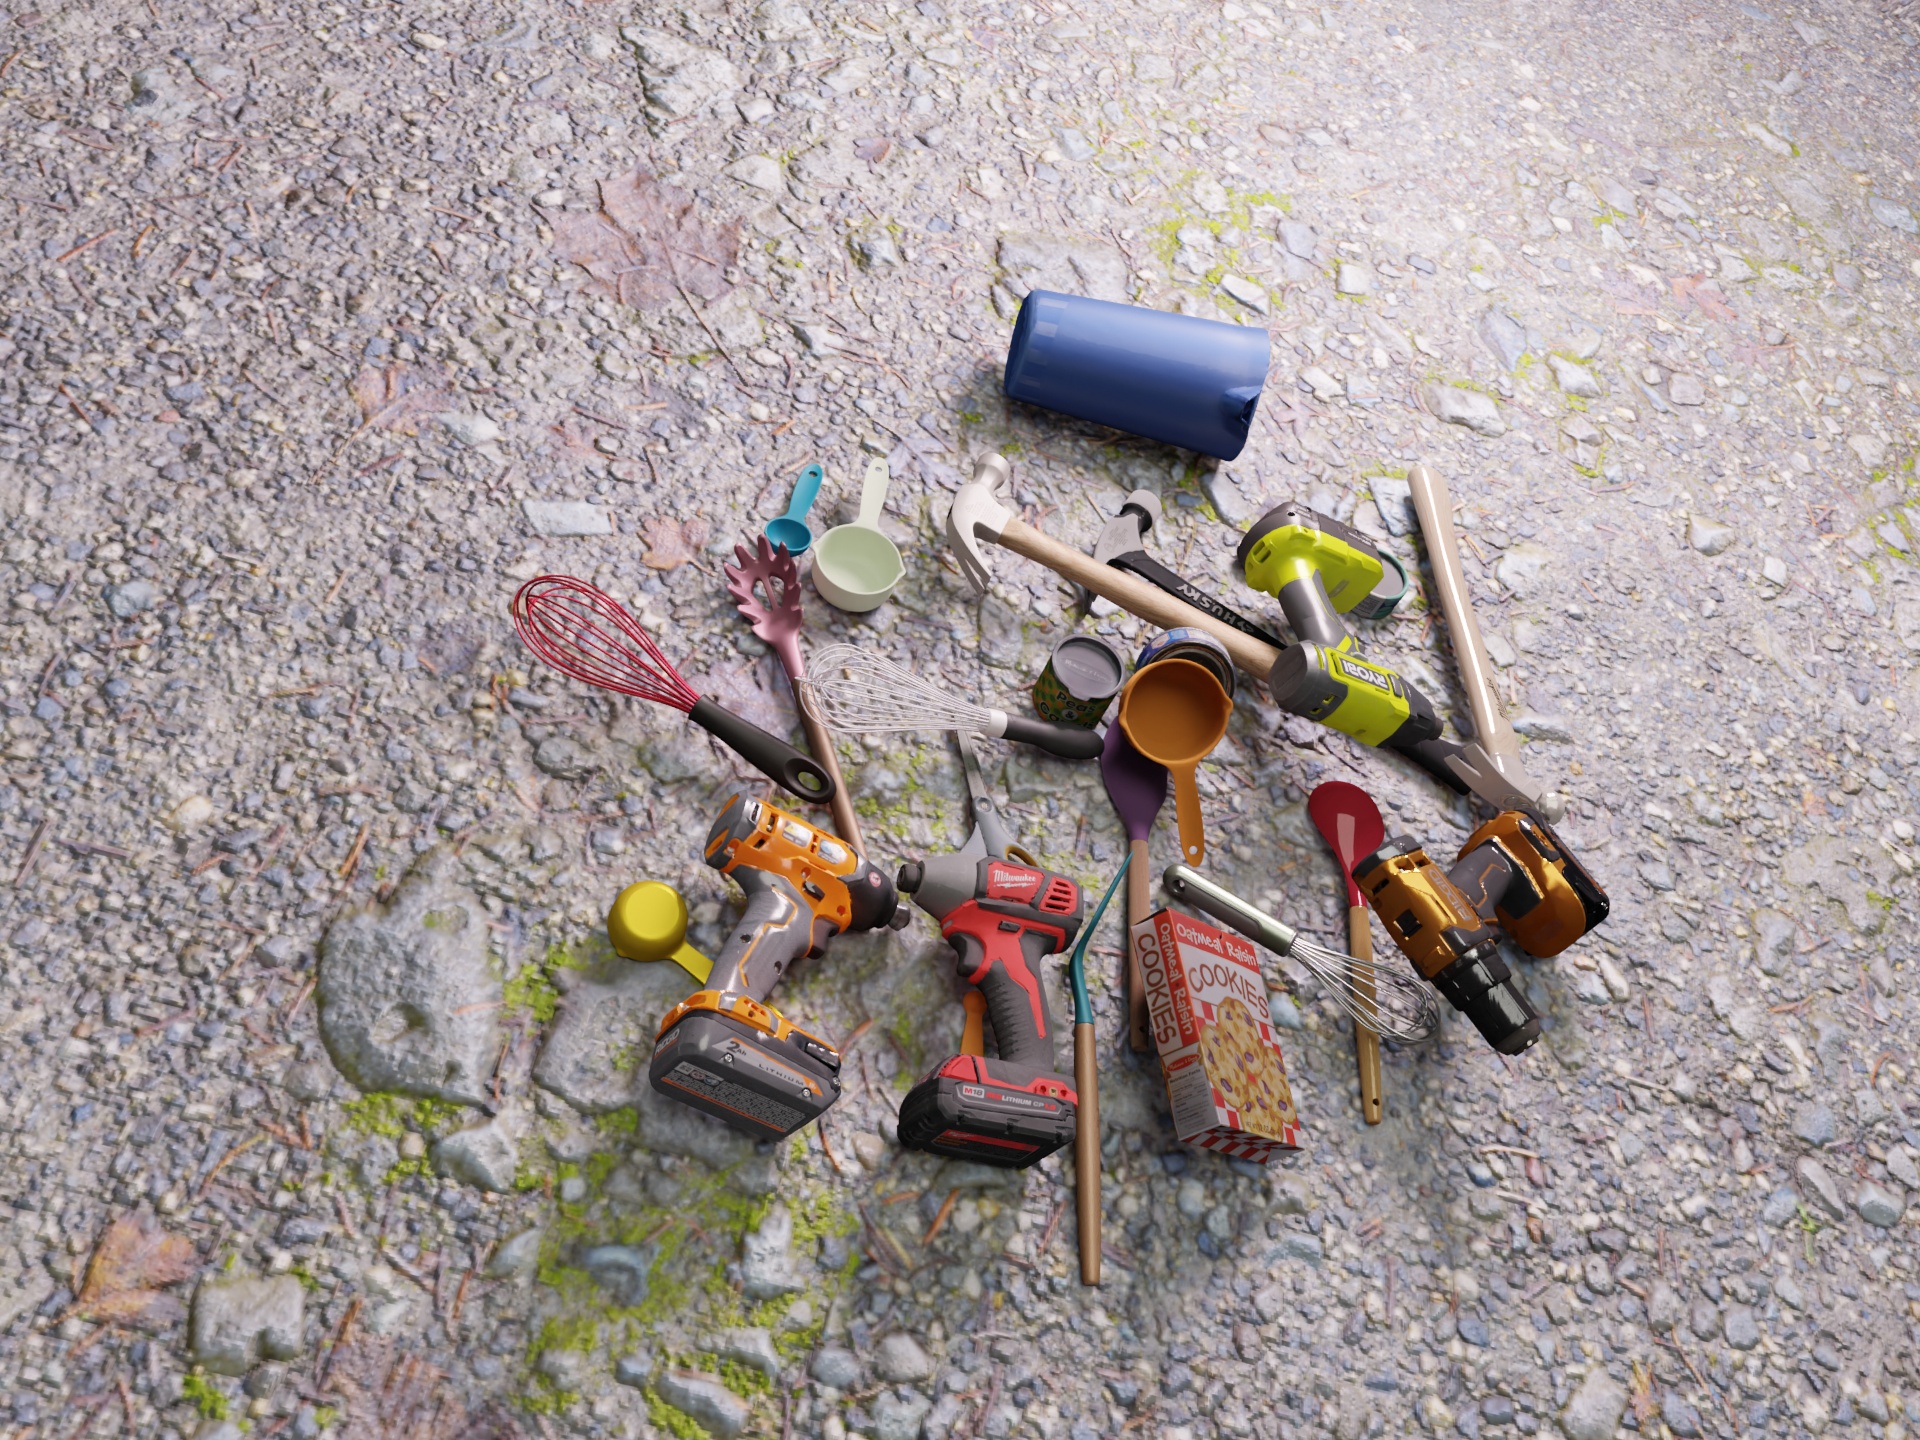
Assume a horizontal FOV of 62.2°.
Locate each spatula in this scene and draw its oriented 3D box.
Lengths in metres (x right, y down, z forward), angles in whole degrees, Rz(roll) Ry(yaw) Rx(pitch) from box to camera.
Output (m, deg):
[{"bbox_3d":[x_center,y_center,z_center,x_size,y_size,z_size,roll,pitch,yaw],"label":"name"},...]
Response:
[{"bbox_3d":[0.103,0.251,1.173,0.044,0.082,0.318,6,61,-8],"label":"spatula"},{"bbox_3d":[0.143,0.122,1.293,0.059,0.018,0.316,10,53,-8],"label":"spatula"}]

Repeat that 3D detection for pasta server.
[{"bbox_3d":[-0.124,-0.012,1.284,0.060,0.040,0.316,-21,64,-1],"label":"pasta server"}]

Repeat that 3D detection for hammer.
[{"bbox_3d":[0.295,-0.056,1.457,0.409,0.036,0.149,34,54,6],"label":"hammer"},{"bbox_3d":[0.139,-0.115,1.405,0.331,0.031,0.130,27,57,0],"label":"hammer"},{"bbox_3d":[0.474,-0.094,1.515,0.146,0.038,0.411,29,43,-34],"label":"hammer"}]

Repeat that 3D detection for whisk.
[{"bbox_3d":[-0.222,-0.021,1.240,0.296,0.073,0.073,33,53,2],"label":"whisk"},{"bbox_3d":[-0.002,-0.004,1.287,0.284,0.070,0.070,13,53,-27],"label":"whisk"},{"bbox_3d":[0.268,0.183,1.264,0.246,0.057,0.059,30,33,17],"label":"whisk"}]

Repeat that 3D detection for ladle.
[{"bbox_3d":[0.329,0.180,1.314,0.069,0.031,0.316,10,56,-9],"label":"ladle"}]

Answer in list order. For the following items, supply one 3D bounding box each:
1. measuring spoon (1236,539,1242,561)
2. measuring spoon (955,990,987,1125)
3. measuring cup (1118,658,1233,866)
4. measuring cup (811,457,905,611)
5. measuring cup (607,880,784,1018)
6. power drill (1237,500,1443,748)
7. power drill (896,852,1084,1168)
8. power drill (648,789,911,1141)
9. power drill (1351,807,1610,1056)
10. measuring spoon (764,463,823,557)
[{"bbox_3d":[0.317,-0.163,1.553,0.124,0.018,0.034,-8,60,-31],"label":"measuring spoon"},{"bbox_3d":[0.009,0.250,1.165,0.021,0.011,0.117,12,54,-10],"label":"measuring spoon"},{"bbox_3d":[0.181,0.034,1.331,0.095,0.052,0.173,-8,94,-3],"label":"measuring cup"},{"bbox_3d":[-0.086,-0.164,1.402,0.083,0.038,0.168,15,52,-8],"label":"measuring cup"},{"bbox_3d":[-0.185,0.172,1.143,0.156,0.029,0.062,36,53,6],"label":"measuring cup"},{"bbox_3d":[0.334,-0.077,1.402,0.171,0.080,0.223,18,43,-26],"label":"power drill"},{"bbox_3d":[0.017,0.199,1.149,0.143,0.078,0.220,16,55,-18],"label":"power drill"},{"bbox_3d":[-0.119,0.173,1.125,0.164,0.084,0.227,29,45,-19],"label":"power drill"},{"bbox_3d":[0.437,0.166,1.287,0.226,0.084,0.185,-9,57,-43],"label":"power drill"},{"bbox_3d":[-0.144,-0.185,1.413,0.042,0.021,0.129,19,44,-5],"label":"measuring spoon"}]
